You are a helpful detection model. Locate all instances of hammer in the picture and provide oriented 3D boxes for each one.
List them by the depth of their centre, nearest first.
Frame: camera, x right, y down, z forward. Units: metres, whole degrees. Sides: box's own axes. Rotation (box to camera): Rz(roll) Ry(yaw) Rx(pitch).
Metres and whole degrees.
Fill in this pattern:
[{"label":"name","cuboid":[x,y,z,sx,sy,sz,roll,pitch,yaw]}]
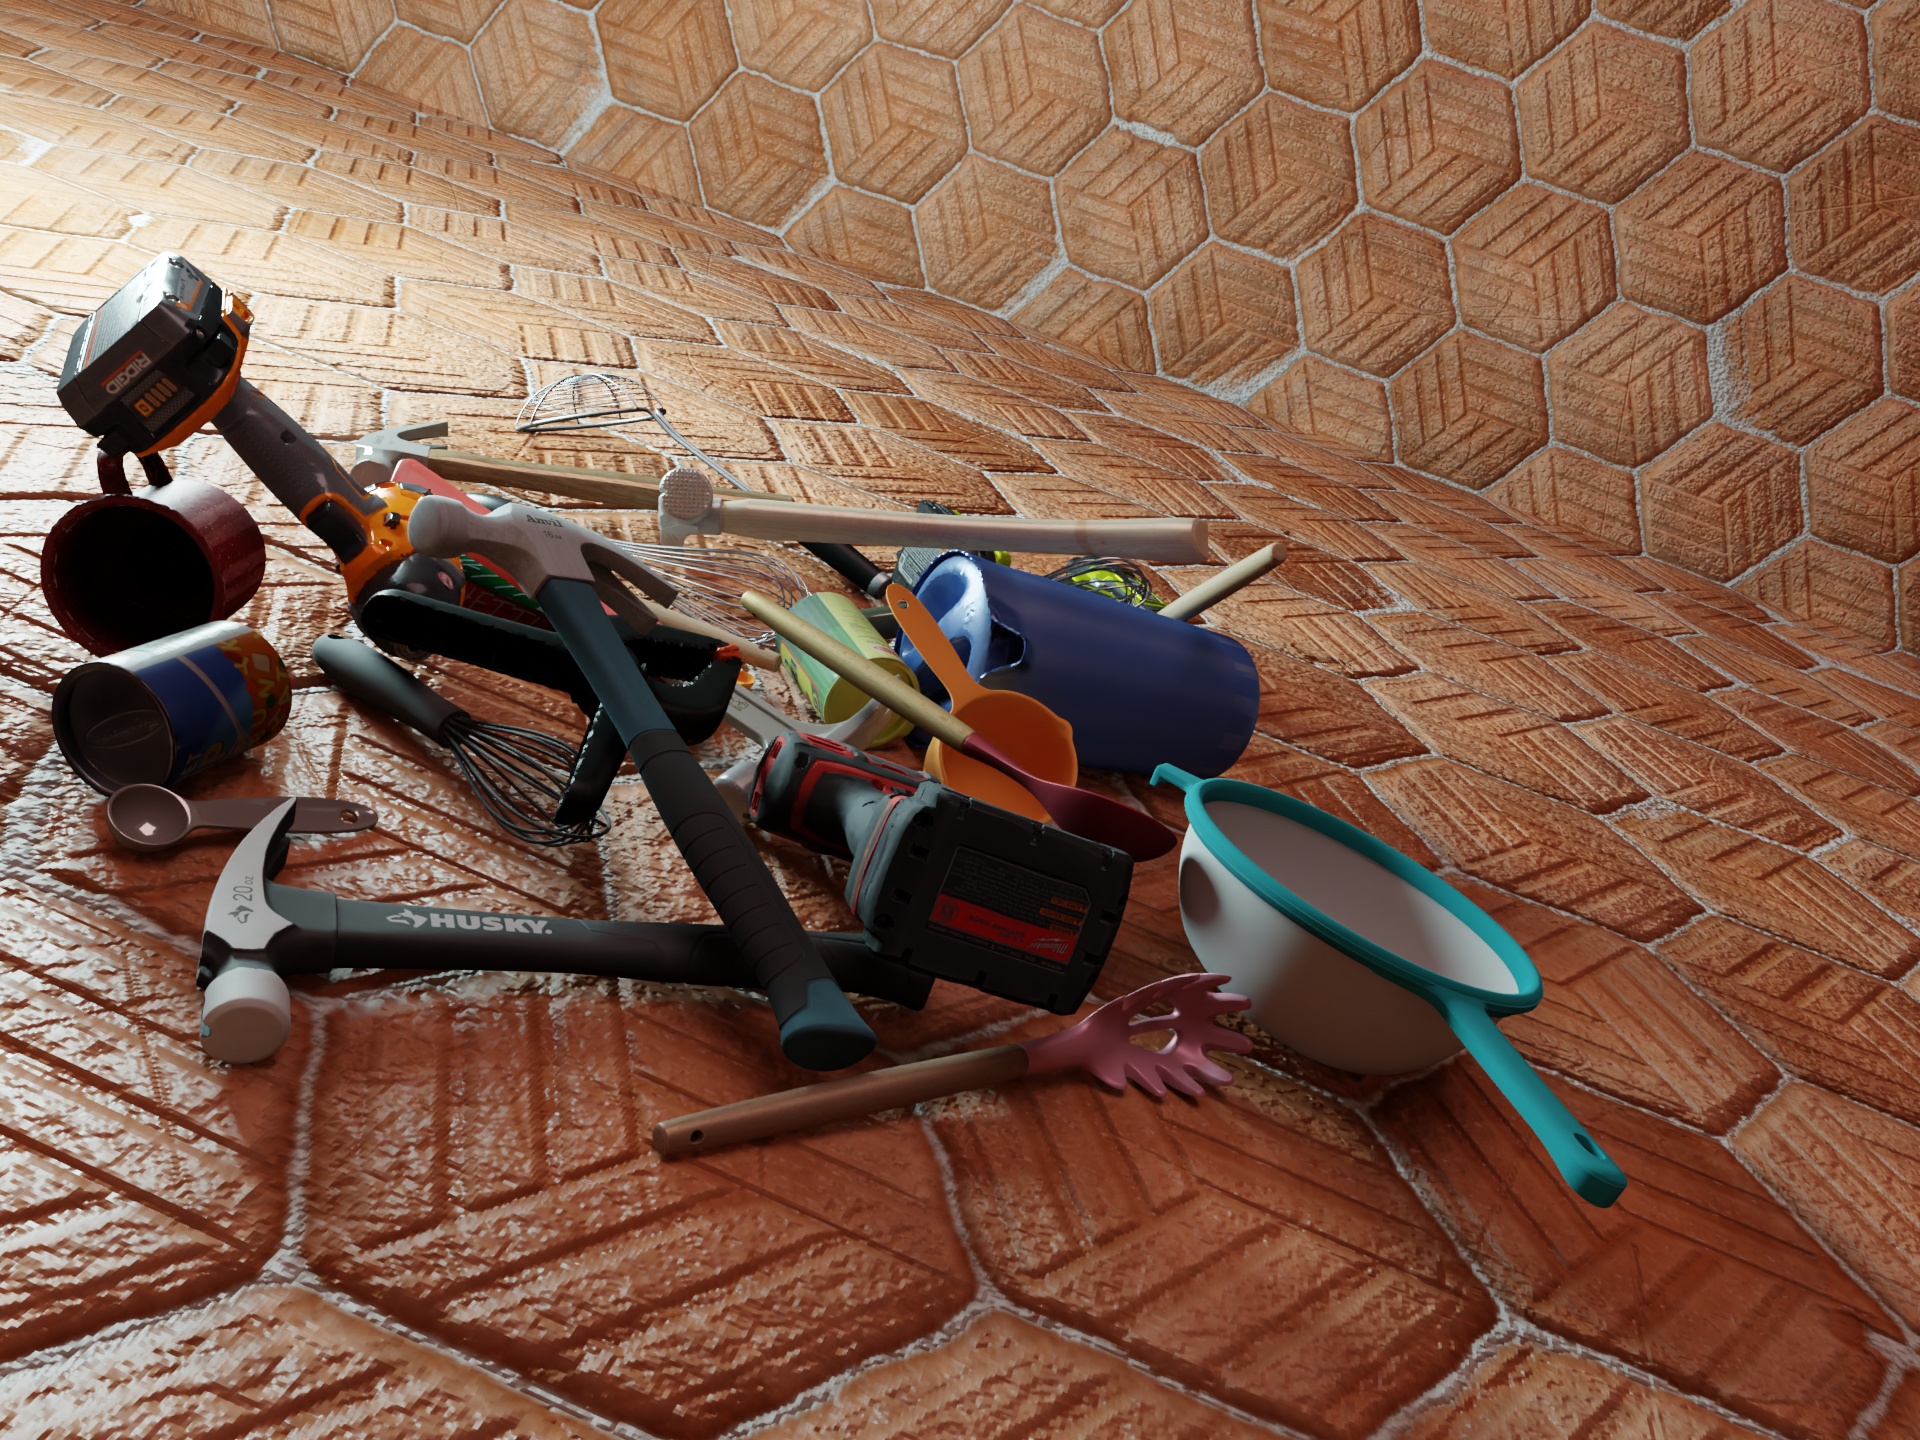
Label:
[{"label":"hammer","cuboid":[-0.160,0.100,0.720,0.334,0.035,0.146,8,26,-27]},{"label":"hammer","cuboid":[-0.138,0.021,0.742,0.128,0.033,0.331,3,45,-54]},{"label":"hammer","cuboid":[-0.214,-0.069,0.982,0.359,0.036,0.149,32,43,19]},{"label":"hammer","cuboid":[-0.017,-0.140,1.194,0.410,0.038,0.146,2,-8,-9]},{"label":"hammer","cuboid":[-0.294,-0.184,1.236,0.331,0.031,0.130,6,24,-17]}]

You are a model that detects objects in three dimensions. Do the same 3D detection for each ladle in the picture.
[{"label":"ladle","cuboid":[-0.014,-0.001,0.906,0.316,0.031,0.069,32,-13,27]}]

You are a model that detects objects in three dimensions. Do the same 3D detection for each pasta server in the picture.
[{"label":"pasta server","cuboid":[0.010,0.159,0.718,0.316,0.060,0.040,-3,1,-37]}]

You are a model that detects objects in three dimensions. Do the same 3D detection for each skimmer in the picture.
[{"label":"skimmer","cuboid":[-0.217,-0.188,1.348,0.363,0.090,0.127,36,22,14]}]

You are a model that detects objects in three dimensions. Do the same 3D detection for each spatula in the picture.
[{"label":"spatula","cuboid":[-0.265,-0.092,1.090,0.316,0.018,0.060,21,21,12]}]

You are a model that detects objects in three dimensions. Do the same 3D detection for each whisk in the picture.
[{"label":"whisk","cuboid":[-0.271,0.005,0.841,0.239,0.055,0.055,27,23,29]},{"label":"whisk","cuboid":[-0.236,-0.113,1.129,0.284,0.070,0.070,18,22,11]},{"label":"whisk","cuboid":[0.022,-0.084,1.188,0.246,0.057,0.059,-8,40,-4]}]

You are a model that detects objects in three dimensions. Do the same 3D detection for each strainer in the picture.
[{"label":"strainer","cuboid":[0.211,0.151,0.807,0.211,0.095,0.341,21,19,-22]}]

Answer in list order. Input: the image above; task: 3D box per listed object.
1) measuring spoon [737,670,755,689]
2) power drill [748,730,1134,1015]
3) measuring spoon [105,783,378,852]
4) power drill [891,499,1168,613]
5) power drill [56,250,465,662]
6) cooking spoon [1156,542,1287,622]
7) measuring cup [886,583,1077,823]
[{"label":"measuring spoon","cuboid":[-0.164,-0.010,1.007,0.021,0.011,0.117,25,26,13]},{"label":"power drill","cuboid":[0.003,0.072,0.807,0.187,0.080,0.227,21,1,-22]},{"label":"measuring spoon","cuboid":[-0.330,0.048,0.734,0.124,0.018,0.034,4,47,-47]},{"label":"power drill","cuboid":[0.063,-0.114,1.347,0.223,0.080,0.171,11,23,-29]},{"label":"power drill","cuboid":[-0.356,-0.127,0.849,0.226,0.084,0.164,48,5,-38]},{"label":"cooking spoon","cuboid":[0.155,-0.076,1.161,0.068,0.017,0.319,8,-13,-17]},{"label":"measuring cup","cuboid":[-0.002,-0.003,0.969,0.095,0.052,0.174,-28,78,-26]}]
